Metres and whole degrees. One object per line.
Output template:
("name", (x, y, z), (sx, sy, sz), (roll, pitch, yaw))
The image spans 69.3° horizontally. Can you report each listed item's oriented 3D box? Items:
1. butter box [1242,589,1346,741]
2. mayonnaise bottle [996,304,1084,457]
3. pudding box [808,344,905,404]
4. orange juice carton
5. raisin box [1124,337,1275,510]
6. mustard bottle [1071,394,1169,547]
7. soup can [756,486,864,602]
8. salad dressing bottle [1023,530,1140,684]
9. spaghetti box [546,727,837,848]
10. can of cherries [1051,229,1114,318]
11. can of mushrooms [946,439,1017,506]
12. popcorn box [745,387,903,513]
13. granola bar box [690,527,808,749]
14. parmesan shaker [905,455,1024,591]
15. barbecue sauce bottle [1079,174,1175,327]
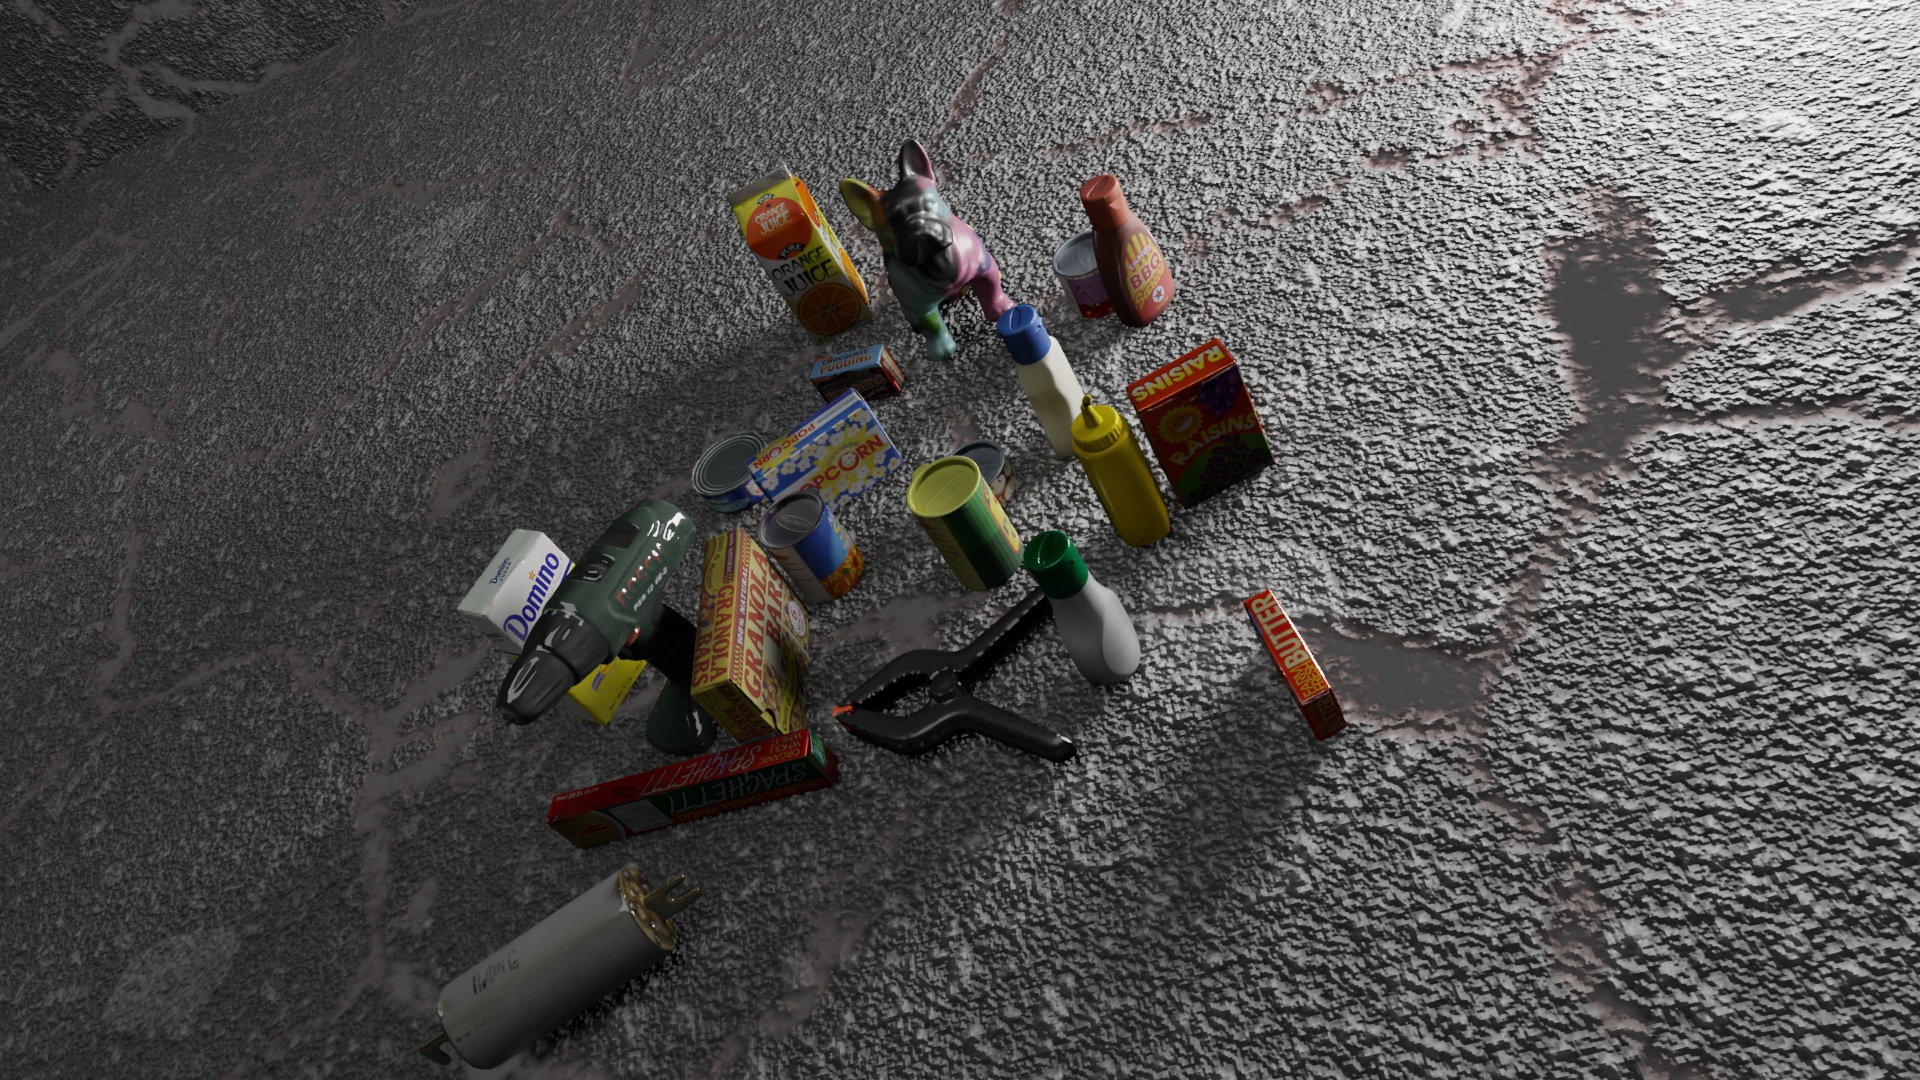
("butter box", (0.236, 0.087, 0.983), (0.024, 0.053, 0.104), (-28, 43, 6))
("mayonnaise bottle", (0.075, -0.141, 1.212), (0.041, 0.147, 0.065), (-12, 47, 21))
("pudding box", (-0.105, -0.167, 1.413), (0.083, 0.049, 0.030), (-8, 48, 24))
("orange juice carton", (-0.170, -0.306, 1.471), (0.072, 0.192, 0.073), (-24, 44, 10))
("raisin box", (0.193, -0.092, 1.117), (0.086, 0.123, 0.040), (-28, 43, 6))
("mustard bottle", (0.122, -0.062, 1.105), (0.049, 0.159, 0.065), (-25, 44, 8))
("soup can", (-0.131, 0.004, 1.249), (0.071, 0.083, 0.072), (-16, 46, 17))
("salad dressing bottle", (0.090, 0.050, 1.032), (0.044, 0.147, 0.064), (-4, 51, 28))
("spaghetti box", (-0.221, 0.206, 1.143), (0.250, 0.050, 0.029), (-17, 45, 16))
("can of cherries", (0.132, -0.260, 1.352), (0.071, 0.058, 0.072), (-16, 46, 17))
("can of mushrooms", (0.015, -0.054, 1.253), (0.071, 0.033, 0.071), (-16, 46, 17))
("popcorn box", (-0.128, -0.074, 1.316), (0.127, 0.085, 0.038), (-35, 43, -3))
("granola bar box", (-0.172, 0.090, 1.166), (0.039, 0.123, 0.166), (-19, 45, 15))
("parmesan shaker", (0.004, -0.015, 1.173), (0.071, 0.102, 0.072), (-16, 46, 17))
("barbecue sauce bottle", (0.151, -0.269, 1.284), (0.044, 0.148, 0.065), (26, 68, 43))
